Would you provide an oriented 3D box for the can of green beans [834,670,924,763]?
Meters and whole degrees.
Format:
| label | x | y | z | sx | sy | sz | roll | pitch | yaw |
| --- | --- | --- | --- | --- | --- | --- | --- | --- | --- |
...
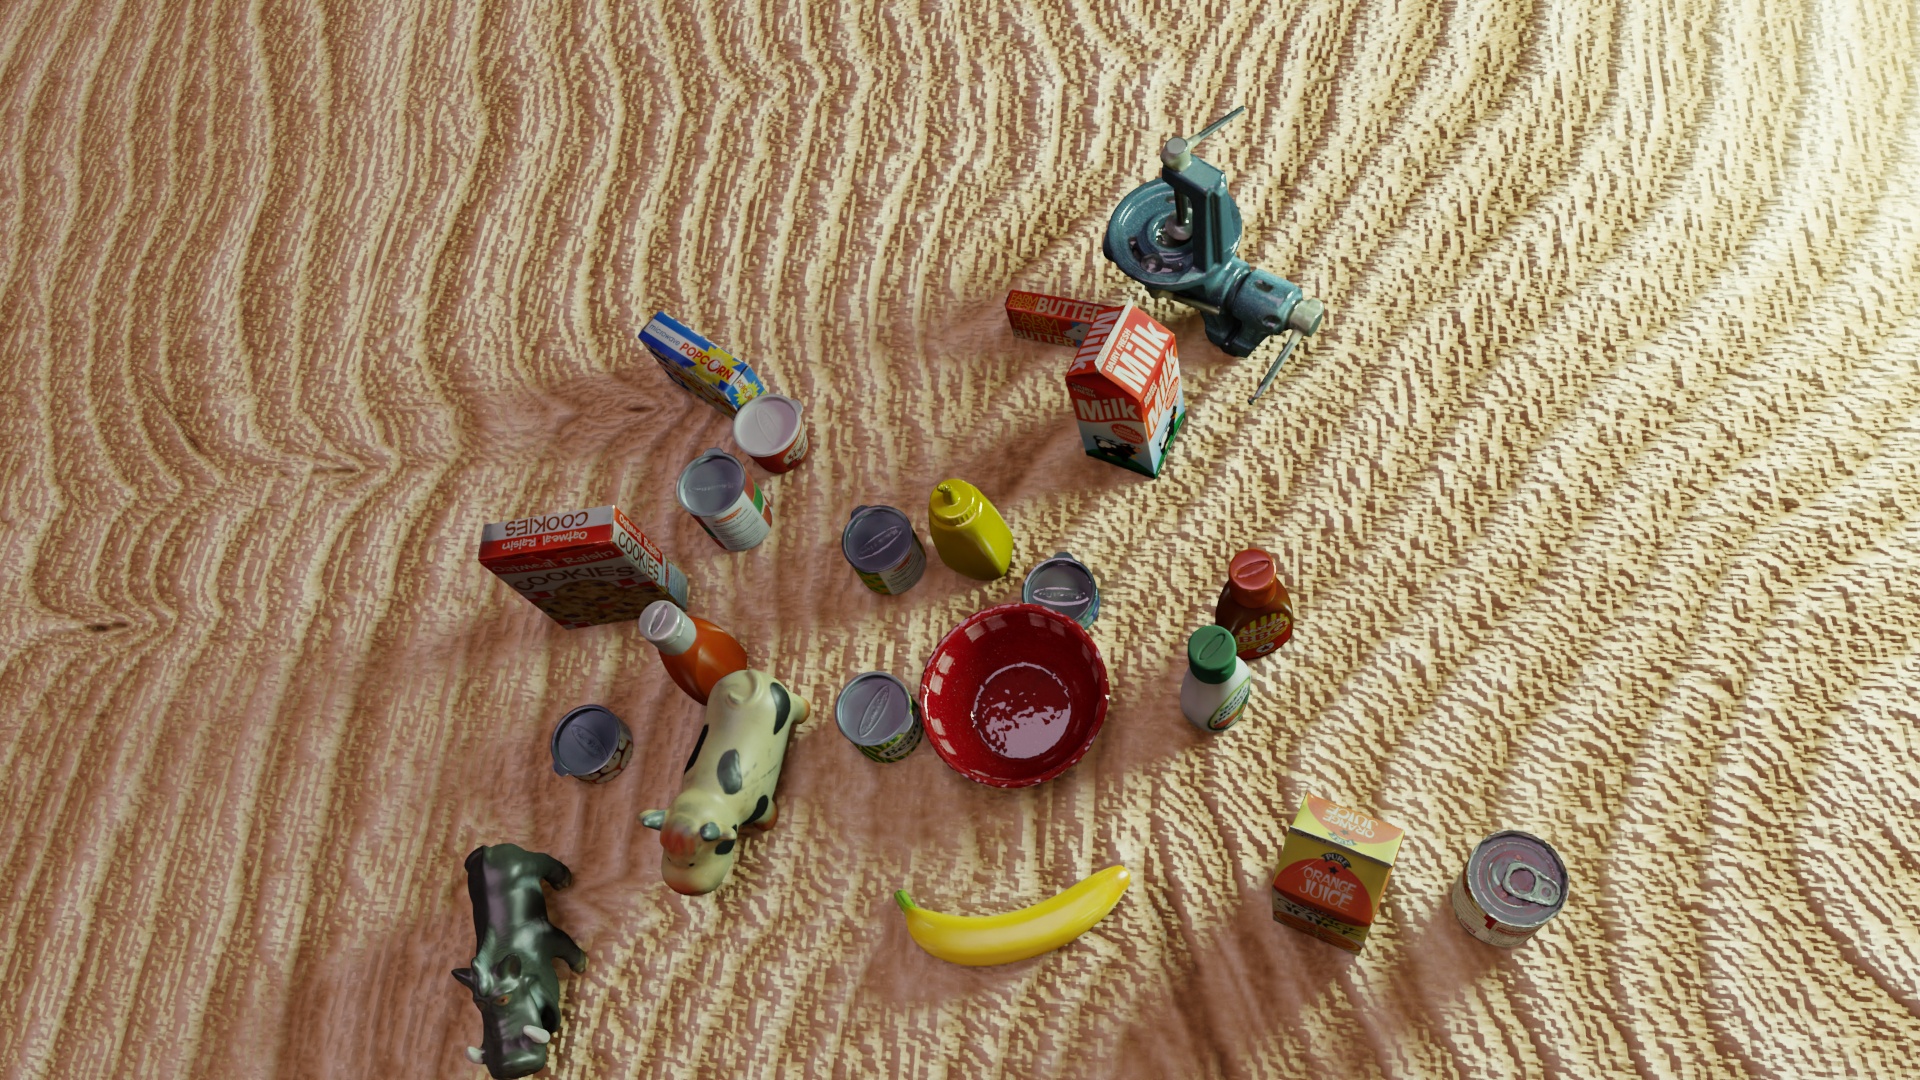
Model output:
| label | x | y | z | sx | sy | sz | roll | pitch | yaw |
| --- | --- | --- | --- | --- | --- | --- | --- | --- | --- |
| can of green beans | -0.069 | 0.153 | 1.197 | 0.071 | 0.057 | 0.071 | -5 | 65 | 10 |

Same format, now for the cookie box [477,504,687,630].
| label | x | y | z | sx | sy | sz | roll | pitch | yaw |
| --- | --- | --- | --- | --- | --- | --- | --- | --- | --- |
| cookie box | -0.336 | 0.028 | 1.254 | 0.123 | 0.167 | 0.040 | -9 | 64 | 9 |

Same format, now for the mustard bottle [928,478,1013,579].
| label | x | y | z | sx | sy | sz | roll | pitch | yaw |
| --- | --- | --- | --- | --- | --- | --- | --- | --- | --- |
| mustard bottle | 0.004 | -0.015 | 1.202 | 0.065 | 0.159 | 0.049 | 9 | 68 | 17 |

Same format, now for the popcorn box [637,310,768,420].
| label | x | y | z | sx | sy | sz | roll | pitch | yaw |
| --- | --- | --- | --- | --- | --- | --- | --- | --- | --- |
| popcorn box | -0.250 | -0.166 | 1.372 | 0.127 | 0.085 | 0.038 | 33 | 76 | 24 |

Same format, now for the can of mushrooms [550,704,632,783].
| label | x | y | z | sx | sy | sz | roll | pitch | yaw |
| --- | --- | --- | --- | --- | --- | --- | --- | --- | --- |
| can of mushrooms | -0.334 | 0.186 | 1.254 | 0.071 | 0.033 | 0.071 | -5 | 65 | 10 |

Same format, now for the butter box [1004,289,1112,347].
| label | x | y | z | sx | sy | sz | roll | pitch | yaw |
| --- | --- | --- | --- | --- | --- | --- | --- | --- | --- |
| butter box | 0.097 | -0.210 | 1.333 | 0.103 | 0.053 | 0.024 | 13 | 69 | 18 |

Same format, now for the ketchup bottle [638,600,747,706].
| label | x | y | z | sx | sy | sz | roll | pitch | yaw |
| --- | --- | --- | --- | --- | --- | --- | --- | --- | --- |
| ketchup bottle | -0.233 | 0.096 | 1.209 | 0.043 | 0.148 | 0.065 | 16 | 70 | 19 |

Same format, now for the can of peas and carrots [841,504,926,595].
| label | x | y | z | sx | sy | sz | roll | pitch | yaw |
| --- | --- | --- | --- | --- | --- | --- | --- | --- | --- |
| can of peas and carrots | -0.070 | 0.008 | 1.265 | 0.071 | 0.058 | 0.071 | -5 | 65 | 10 |

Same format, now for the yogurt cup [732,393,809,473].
| label | x | y | z | sx | sy | sz | roll | pitch | yaw |
| --- | --- | --- | --- | --- | --- | --- | --- | --- | --- |
| yogurt cup | -0.180 | -0.100 | 1.343 | 0.072 | 0.053 | 0.072 | -5 | 65 | 10 |

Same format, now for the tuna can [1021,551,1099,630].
| label | x | y | z | sx | sy | sz | roll | pitch | yaw |
| --- | --- | --- | --- | --- | --- | --- | --- | --- | --- |
| tuna can | 0.089 | 0.048 | 1.225 | 0.071 | 0.032 | 0.071 | -5 | 65 | 10 |

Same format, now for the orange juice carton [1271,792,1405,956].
| label | x | y | z | sx | sy | sz | roll | pitch | yaw |
| --- | --- | --- | --- | --- | --- | --- | --- | --- | --- |
| orange juice carton | 0.271 | 0.240 | 1.004 | 0.072 | 0.192 | 0.073 | 20 | 72 | 20 |

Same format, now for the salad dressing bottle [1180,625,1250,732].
| label | x | y | z | sx | sy | sz | roll | pitch | yaw |
| --- | --- | --- | --- | --- | --- | --- | --- | --- | --- |
| salad dressing bottle | 0.202 | 0.110 | 1.106 | 0.064 | 0.147 | 0.044 | -44 | 64 | -9 |

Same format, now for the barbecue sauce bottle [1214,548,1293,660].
| label | x | y | z | sx | sy | sz | roll | pitch | yaw |
| --- | --- | --- | --- | --- | --- | --- | --- | --- | --- |
| barbecue sauce bottle | 0.237 | 0.051 | 1.125 | 0.065 | 0.148 | 0.044 | -22 | 63 | 2 |

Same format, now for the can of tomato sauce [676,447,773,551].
| label | x | y | z | sx | sy | sz | roll | pitch | yaw |
| --- | --- | --- | --- | --- | --- | --- | --- | --- | --- |
| can of tomato sauce | -0.220 | -0.037 | 1.306 | 0.071 | 0.083 | 0.071 | -5 | 65 | 11 |

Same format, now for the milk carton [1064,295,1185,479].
| label | x | y | z | sx | sy | sz | roll | pitch | yaw |
| --- | --- | --- | --- | --- | --- | --- | --- | --- | --- |
| milk carton | 0.144 | -0.134 | 1.209 | 0.073 | 0.190 | 0.072 | 21 | 72 | 21 |
